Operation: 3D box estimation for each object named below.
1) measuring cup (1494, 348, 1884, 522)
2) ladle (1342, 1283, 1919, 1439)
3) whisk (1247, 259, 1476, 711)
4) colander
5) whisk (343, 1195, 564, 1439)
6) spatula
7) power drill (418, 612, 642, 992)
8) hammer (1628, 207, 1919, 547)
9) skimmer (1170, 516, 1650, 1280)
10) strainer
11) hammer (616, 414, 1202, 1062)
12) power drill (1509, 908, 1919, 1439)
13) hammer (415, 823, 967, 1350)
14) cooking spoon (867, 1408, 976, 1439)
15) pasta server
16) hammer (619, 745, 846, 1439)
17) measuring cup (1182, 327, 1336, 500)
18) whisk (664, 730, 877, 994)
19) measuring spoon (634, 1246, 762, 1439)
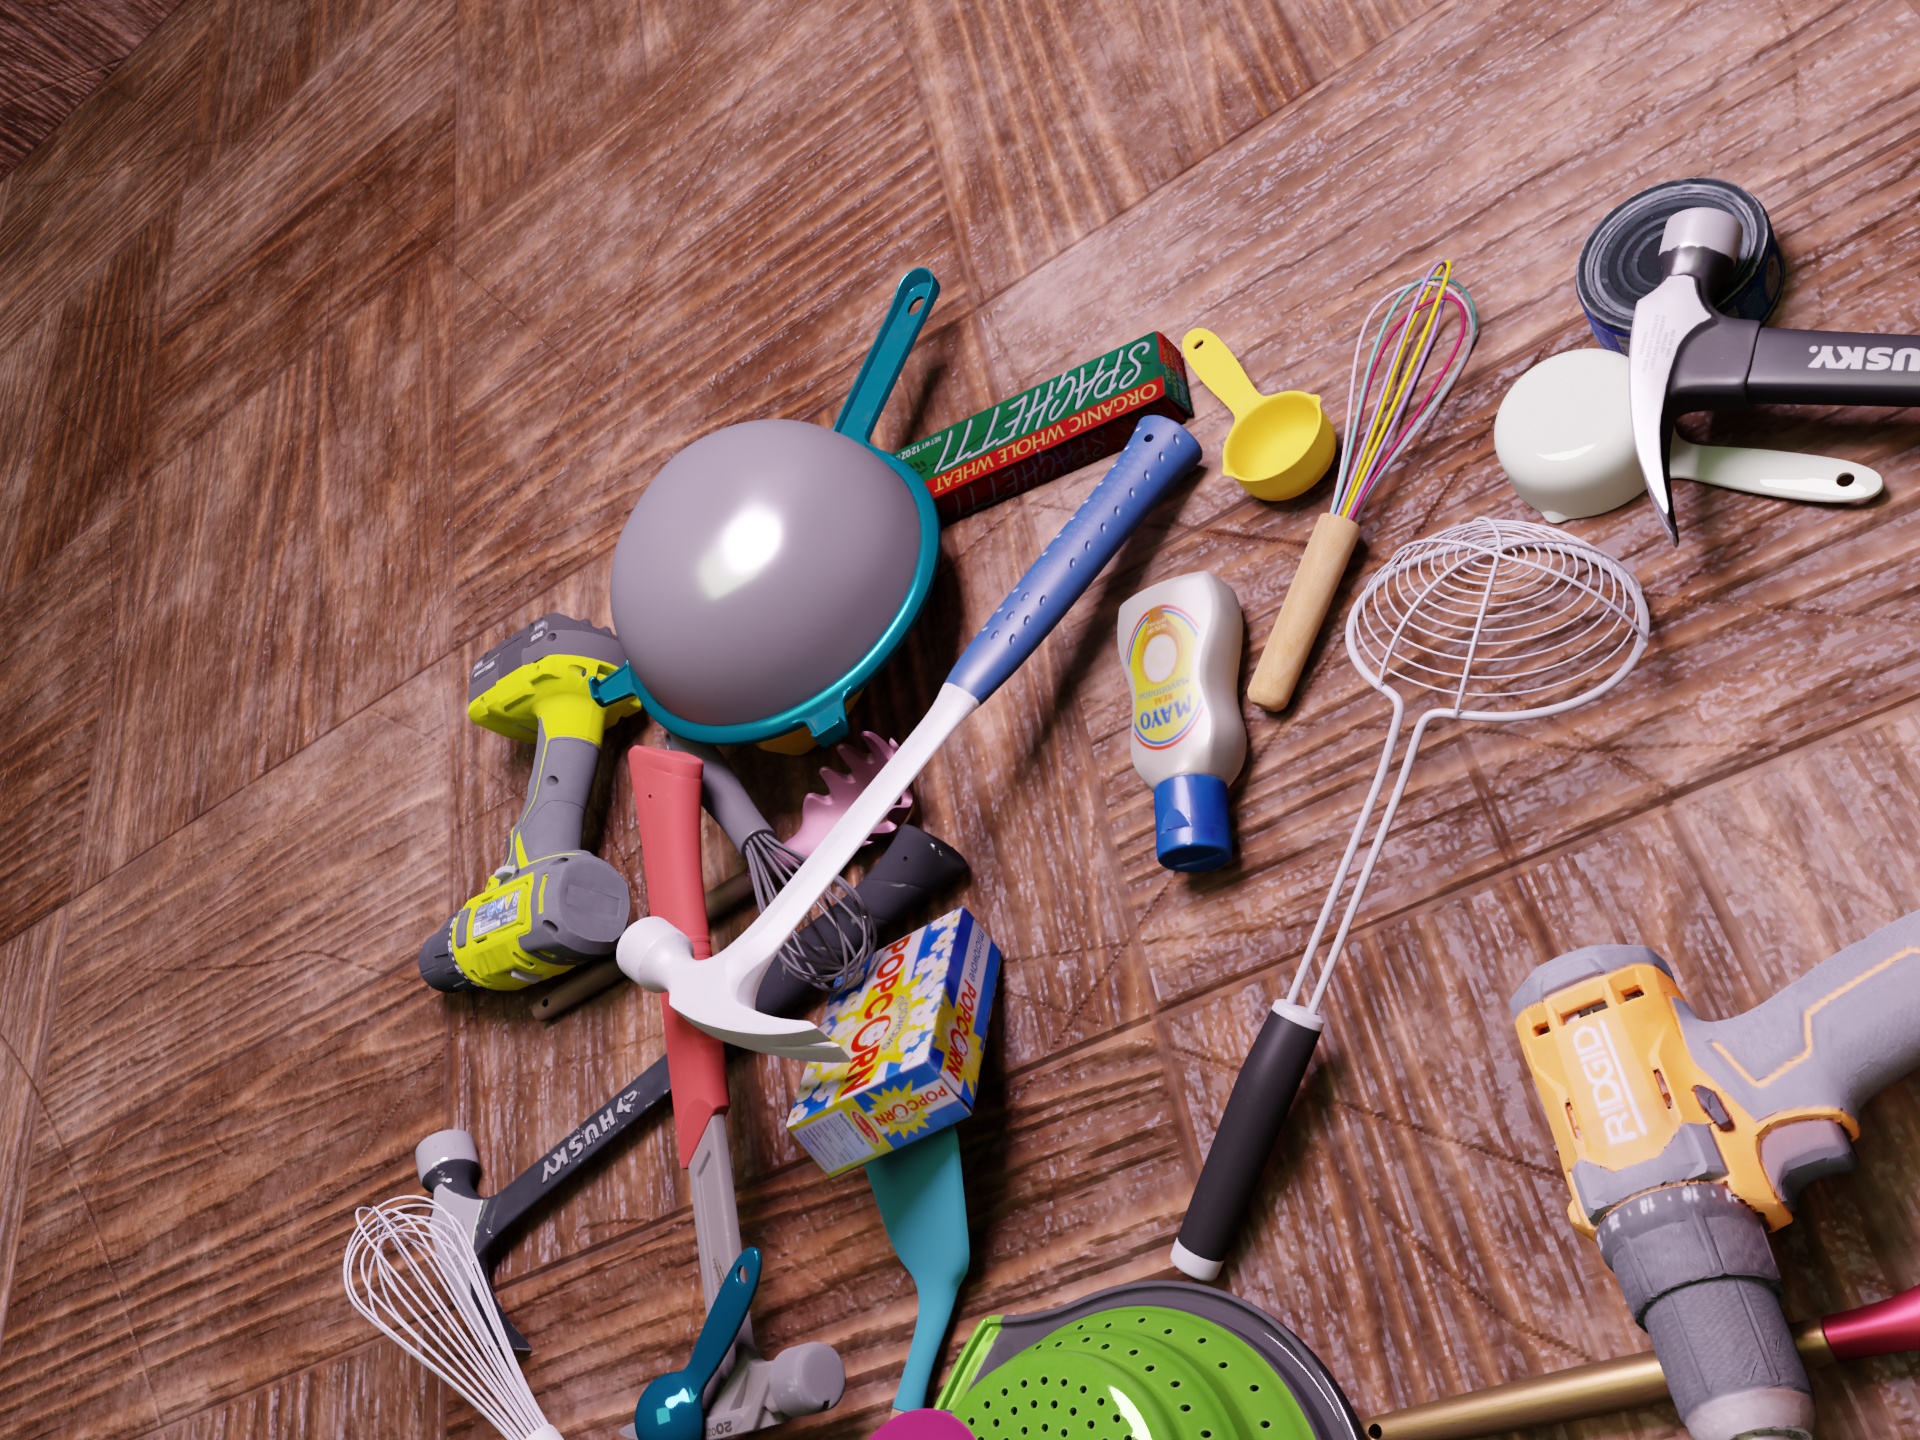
[{"bbox_3d":[0.316,-0.124,0.704,0.168,0.038,0.083,21,81,44],"label":"measuring cup"},{"bbox_3d":[0.280,0.224,0.563,0.315,0.031,0.069,-26,50,26],"label":"ladle"},{"bbox_3d":[0.199,-0.118,0.796,0.047,0.051,0.245,15,81,62],"label":"whisk"},{"bbox_3d":[0.112,0.320,0.559,0.397,0.094,0.204,10,66,42],"label":"colander"},{"bbox_3d":[-0.238,0.361,0.840,0.285,0.070,0.070,41,95,26],"label":"whisk"},{"bbox_3d":[-0.038,0.344,0.731,0.082,0.044,0.318,-13,61,49],"label":"spatula"},{"bbox_3d":[-0.282,0.063,1.033,0.190,0.080,0.229,-23,56,40],"label":"power drill"},{"bbox_3d":[0.428,-0.125,0.601,0.335,0.035,0.146,11,78,33],"label":"hammer"},{"bbox_3d":[0.187,0.077,0.708,0.127,0.090,0.363,24,93,39],"label":"skimmer"},{"bbox_3d":[-0.100,-0.153,0.926,0.211,0.095,0.340,9,66,34],"label":"strainer"},{"bbox_3d":[-0.001,-0.003,0.815,0.144,0.035,0.405,24,68,42],"label":"hammer"},{"bbox_3d":[0.312,0.131,0.530,0.226,0.084,0.186,-30,38,25],"label":"power drill"},{"bbox_3d":[-0.156,0.196,0.902,0.409,0.036,0.149,-40,50,14],"label":"hammer"},{"bbox_3d":[-0.064,0.327,0.678,0.319,0.017,0.069,-35,39,56],"label":"cooking spoon"},{"bbox_3d":[-0.146,0.104,0.940,0.316,0.040,0.060,-32,57,22],"label":"pasta server"},{"bbox_3d":[-0.144,0.185,0.840,0.149,0.036,0.359,-29,63,37],"label":"hammer"},{"bbox_3d":[0.157,-0.171,0.866,0.062,0.029,0.157,-39,38,15],"label":"measuring cup"},{"bbox_3d":[-0.113,0.066,0.883,0.055,0.055,0.239,-50,46,6],"label":"whisk"},{"bbox_3d":[-0.128,0.303,0.759,0.042,0.021,0.128,41,113,41],"label":"measuring spoon"}]
